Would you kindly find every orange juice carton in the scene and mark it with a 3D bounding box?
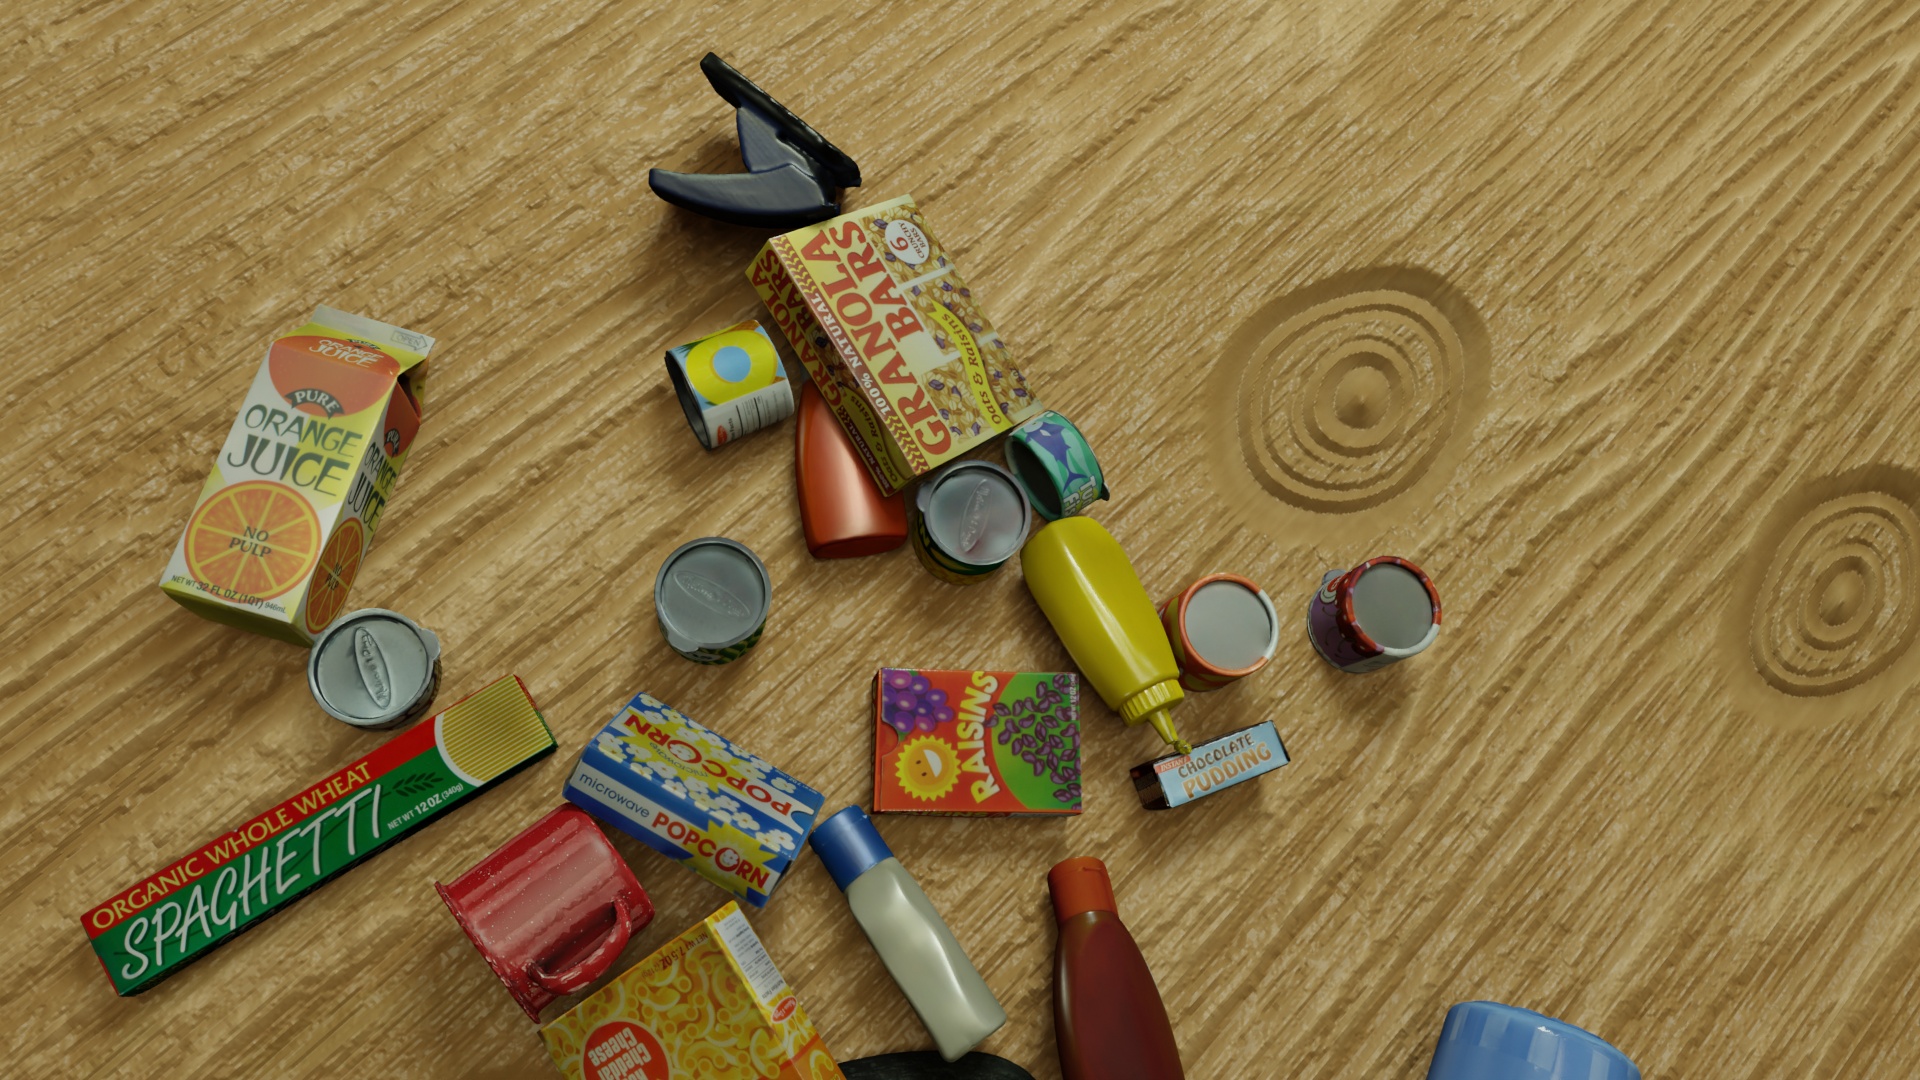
[{"bbox_3d":[-0.369,-0.042,0.793,0.072,0.072,0.193,17,71,-5],"label":"orange juice carton"}]

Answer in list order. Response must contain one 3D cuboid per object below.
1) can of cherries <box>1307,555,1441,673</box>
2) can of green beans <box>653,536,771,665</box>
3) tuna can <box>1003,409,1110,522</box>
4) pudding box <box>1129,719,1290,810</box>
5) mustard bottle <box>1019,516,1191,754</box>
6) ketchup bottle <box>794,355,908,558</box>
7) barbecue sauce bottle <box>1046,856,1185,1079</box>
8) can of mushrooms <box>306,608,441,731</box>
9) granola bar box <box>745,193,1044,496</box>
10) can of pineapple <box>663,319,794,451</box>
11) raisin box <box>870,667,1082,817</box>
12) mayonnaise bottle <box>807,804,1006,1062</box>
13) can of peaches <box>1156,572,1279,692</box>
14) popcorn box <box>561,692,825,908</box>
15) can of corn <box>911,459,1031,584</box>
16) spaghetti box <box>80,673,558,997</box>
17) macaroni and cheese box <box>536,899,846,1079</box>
[{"bbox_3d":[0.264,0.046,0.892,0.071,0.058,0.071,3,74,-10],"label":"can of cherries"},{"bbox_3d":[-0.146,0.037,0.819,0.071,0.057,0.071,3,74,-10],"label":"can of green beans"},{"bbox_3d":[0.060,-0.044,0.876,0.033,0.071,0.071,-32,82,-16],"label":"tuna can"},{"bbox_3d":[0.152,0.138,0.849,0.084,0.049,0.030,-17,80,-14],"label":"pudding box"},{"bbox_3d":[0.094,0.062,0.844,0.065,0.048,0.160,-4,60,-47],"label":"mustard bottle"},{"bbox_3d":[-0.075,-0.065,0.869,0.065,0.043,0.149,-6,75,-18],"label":"ketchup bottle"},{"bbox_3d":[0.080,0.249,0.774,0.065,0.043,0.149,10,42,-20],"label":"barbecue sauce bottle"},{"bbox_3d":[-0.328,0.073,0.787,0.071,0.033,0.071,3,73,-9],"label":"can of mushrooms"},{"bbox_3d":[-0.039,-0.124,0.865,0.125,0.039,0.165,-30,87,-41],"label":"granola bar box"},{"bbox_3d":[-0.143,-0.098,0.854,0.058,0.070,0.071,-24,80,-16],"label":"can of pineapple"},{"bbox_3d":[0.009,0.122,0.833,0.123,0.040,0.086,3,75,-9],"label":"raisin box"},{"bbox_3d":[-0.032,0.220,0.786,0.041,0.064,0.148,-37,73,-1],"label":"mayonnaise bottle"},{"bbox_3d":[0.156,0.058,0.869,0.071,0.058,0.071,3,74,-10],"label":"can of peaches"},{"bbox_3d":[-0.146,0.142,0.772,0.127,0.085,0.038,30,103,-1],"label":"popcorn box"},{"bbox_3d":[0.003,-0.011,0.860,0.071,0.058,0.071,3,74,-10],"label":"can of corn"},{"bbox_3d":[-0.346,0.158,0.762,0.251,0.028,0.050,-31,81,-17],"label":"spaghetti box"},{"bbox_3d":[-0.126,0.294,0.729,0.123,0.040,0.166,-36,83,14],"label":"macaroni and cheese box"}]
